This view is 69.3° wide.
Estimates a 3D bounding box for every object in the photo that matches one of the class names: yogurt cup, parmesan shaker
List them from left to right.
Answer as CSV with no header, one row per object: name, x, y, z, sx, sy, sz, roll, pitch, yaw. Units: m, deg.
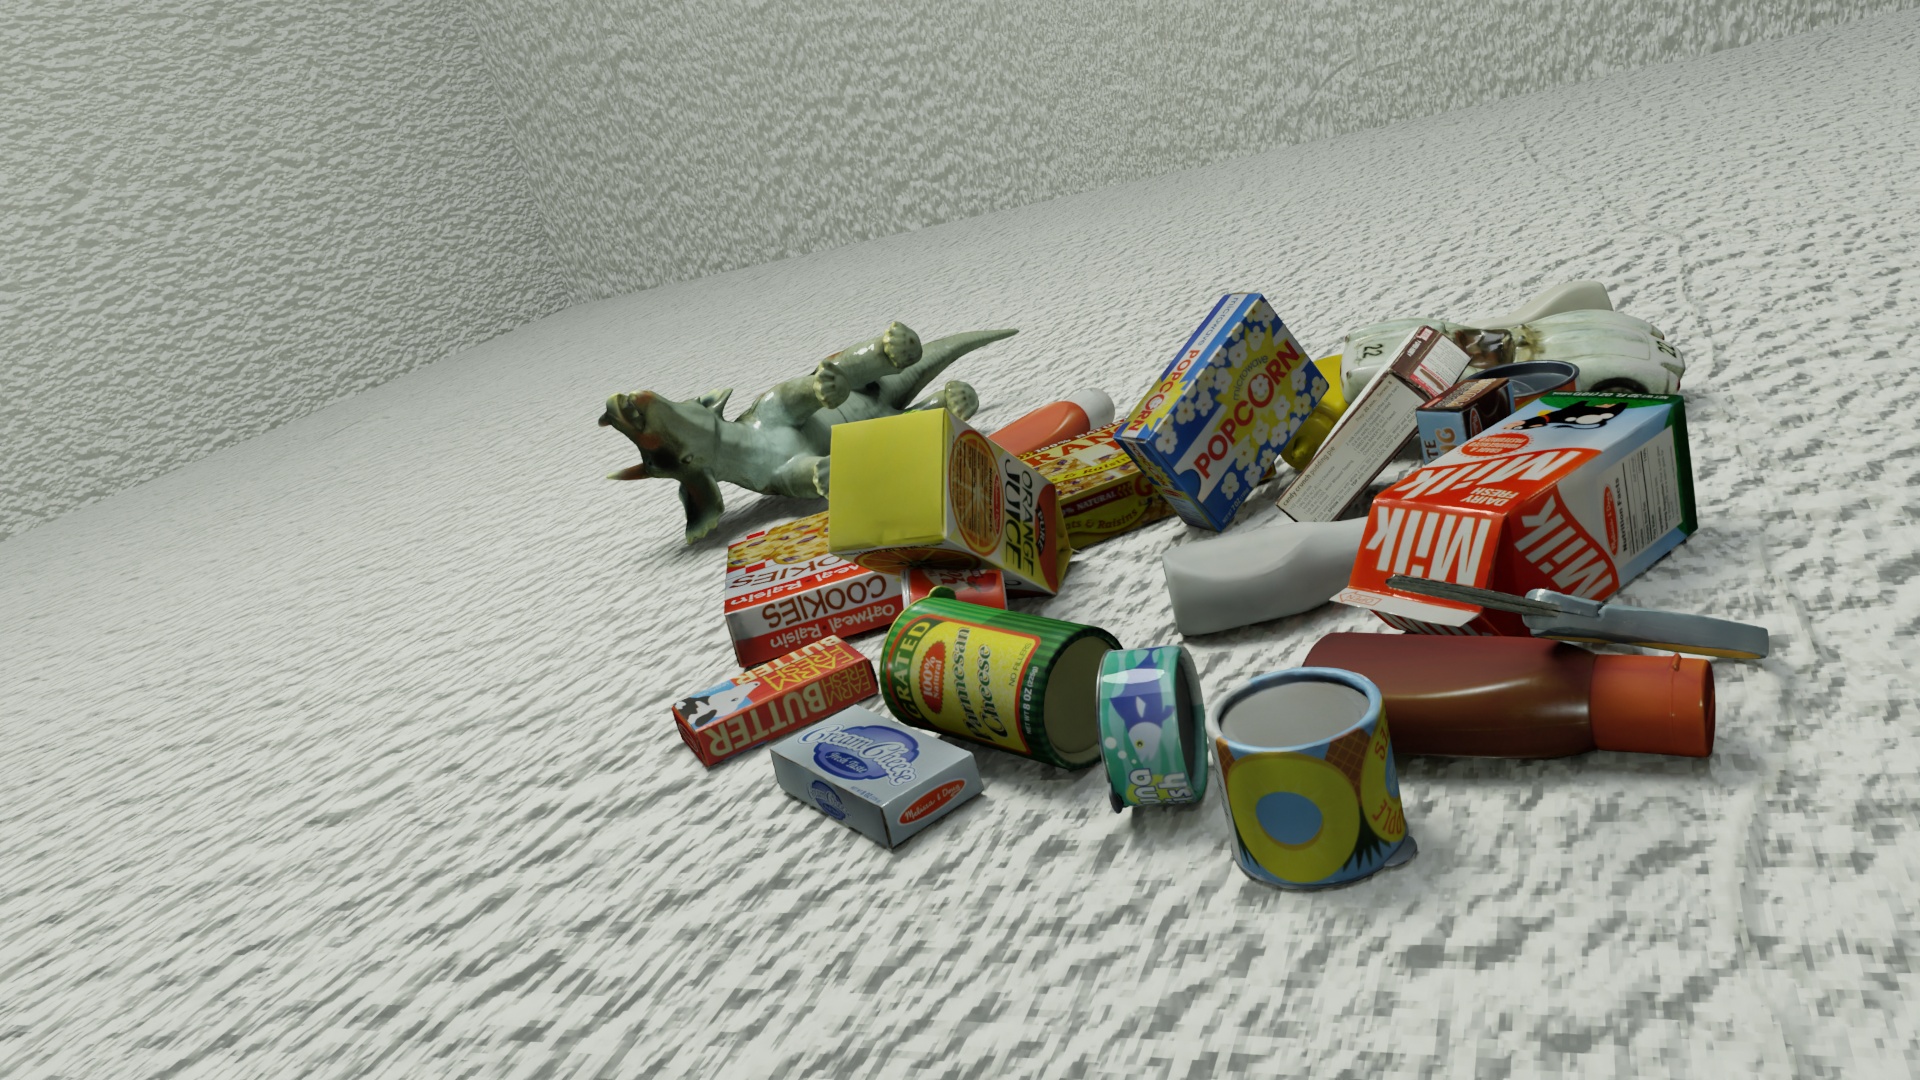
yogurt cup,-0.001,0.045,0.739,0.054,0.072,0.072,-7,18,0
parmesan shaker,0.021,0.062,0.650,0.103,0.071,0.071,7,29,45

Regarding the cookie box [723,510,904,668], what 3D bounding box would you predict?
cookie box,-0.090,0.023,0.912,0.123,0.040,0.168,-17,17,-4

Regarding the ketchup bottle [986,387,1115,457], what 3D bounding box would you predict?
ketchup bottle,0.065,-0.079,1.077,0.064,0.043,0.149,3,25,42

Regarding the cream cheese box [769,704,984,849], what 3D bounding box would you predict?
cream cheese box,-0.041,0.108,0.648,0.053,0.024,0.104,-25,21,-31

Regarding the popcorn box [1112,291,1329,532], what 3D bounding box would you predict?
popcorn box,0.164,-0.081,0.864,0.127,0.085,0.038,-51,28,-14

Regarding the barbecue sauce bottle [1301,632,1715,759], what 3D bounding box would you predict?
barbecue sauce bottle,0.213,0.062,0.549,0.148,0.043,0.065,-1,20,35

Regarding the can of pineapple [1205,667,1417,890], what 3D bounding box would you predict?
can of pineapple,0.130,0.087,0.518,0.071,0.057,0.071,-14,18,5

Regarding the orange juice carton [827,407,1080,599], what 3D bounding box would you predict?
orange juice carton,0.003,-0.010,0.803,0.072,0.073,0.192,-7,-16,25

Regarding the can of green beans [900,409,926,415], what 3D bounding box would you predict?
can of green beans,-0.041,-0.062,1.077,0.071,0.071,0.058,-3,22,34

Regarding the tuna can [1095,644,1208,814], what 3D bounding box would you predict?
tuna can,0.080,0.078,0.574,0.033,0.071,0.071,-8,20,19

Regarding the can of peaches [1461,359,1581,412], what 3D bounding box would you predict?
can of peaches,0.326,-0.067,0.810,0.071,0.058,0.071,-14,19,5

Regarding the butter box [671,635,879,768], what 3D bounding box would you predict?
butter box,-0.101,0.086,0.759,0.104,0.024,0.053,-22,19,-20

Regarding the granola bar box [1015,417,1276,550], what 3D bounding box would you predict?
granola bar box,0.112,-0.047,0.951,0.166,0.039,0.124,-20,19,-13

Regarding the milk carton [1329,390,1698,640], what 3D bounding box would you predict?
milk carton,0.262,-0.005,0.655,0.191,0.073,0.072,-27,21,-30

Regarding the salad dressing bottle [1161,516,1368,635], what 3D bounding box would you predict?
salad dressing bottle,0.181,0.013,0.719,0.148,0.044,0.064,-12,18,7

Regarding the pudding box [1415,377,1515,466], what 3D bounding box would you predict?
pudding box,0.271,-0.039,0.731,0.050,0.083,0.030,-28,22,-34

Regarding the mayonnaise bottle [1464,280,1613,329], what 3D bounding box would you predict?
mayonnaise bottle,0.369,-0.126,0.947,0.148,0.064,0.041,-19,11,1

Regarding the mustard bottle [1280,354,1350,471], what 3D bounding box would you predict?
mustard bottle,0.242,-0.082,0.933,0.065,0.048,0.161,-2,23,30
